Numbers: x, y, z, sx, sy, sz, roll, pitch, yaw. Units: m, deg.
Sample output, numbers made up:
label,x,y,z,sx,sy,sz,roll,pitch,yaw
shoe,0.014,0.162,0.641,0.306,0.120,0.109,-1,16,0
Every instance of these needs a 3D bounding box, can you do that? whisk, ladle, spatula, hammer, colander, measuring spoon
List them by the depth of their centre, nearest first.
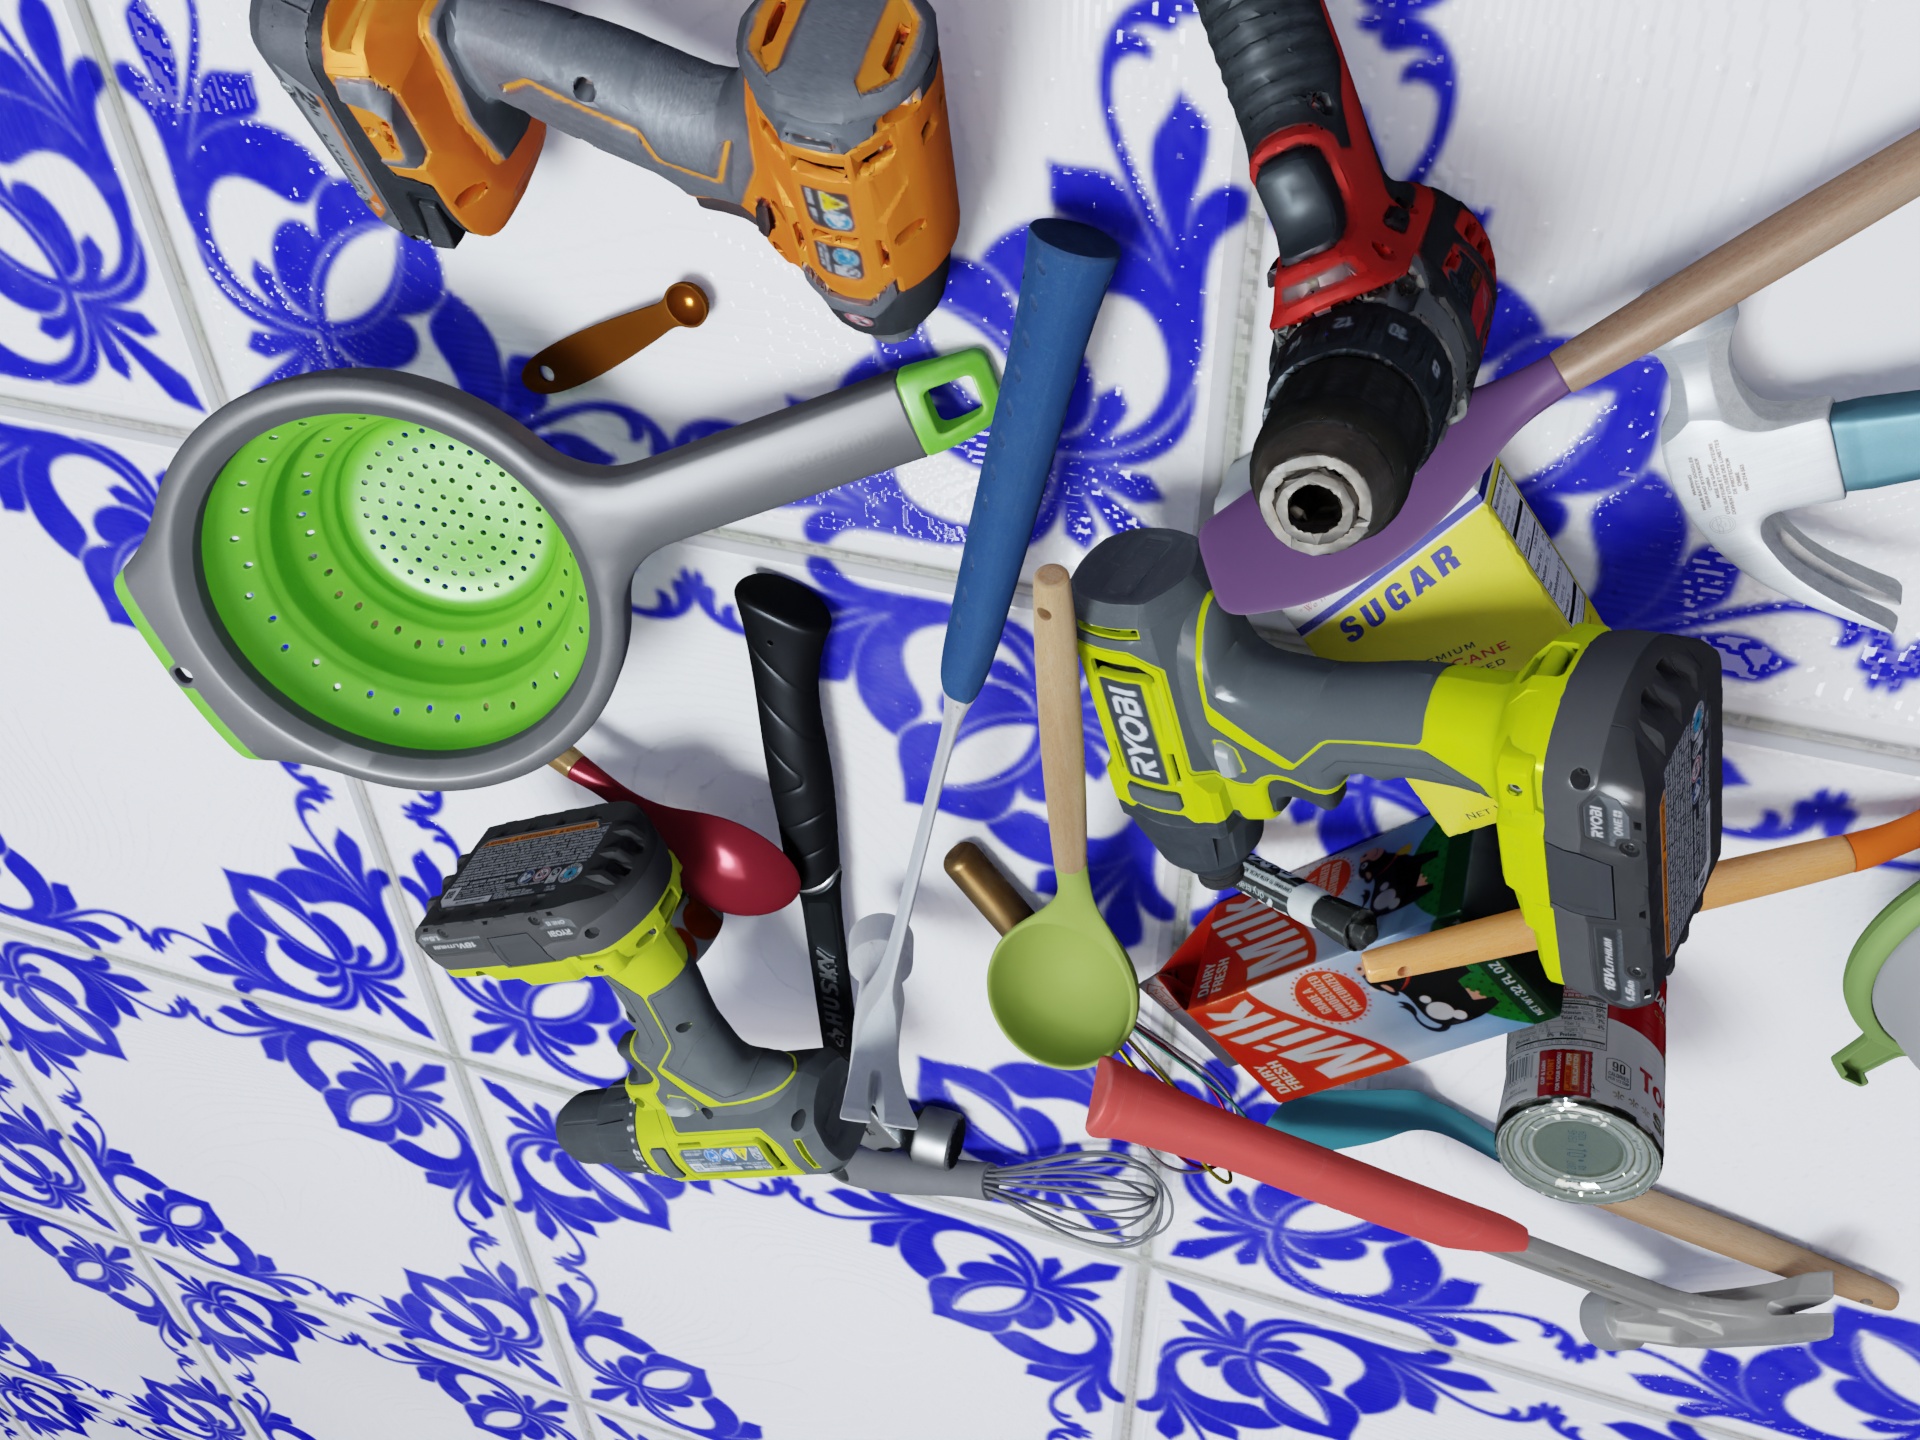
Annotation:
label,x,y,z,sx,sy,sz,roll,pitch,yaw
hammer,0.373,-0.098,0.442,0.331,0.033,0.128,-5,119,39
spatula,0.212,-0.121,0.496,0.316,0.060,0.018,-31,140,25
spatula,0.315,0.062,0.602,0.322,0.041,0.081,-15,126,8
hammer,-0.001,-0.002,0.666,0.035,0.144,0.405,10,123,-7
ladle,0.040,0.055,0.676,0.078,0.062,0.319,21,148,21
measuring spoon,-0.149,-0.163,0.682,0.117,0.011,0.021,-13,121,37
colander,-0.169,-0.098,0.705,0.397,0.095,0.204,-17,121,13
hammer,0.227,0.236,0.765,0.359,0.037,0.149,23,150,-12
spatula,0.309,0.241,0.796,0.317,0.044,0.082,19,141,7
ladle,-0.219,0.007,0.825,0.315,0.031,0.069,35,135,5
whisk,0.074,0.156,0.832,0.051,0.047,0.244,-27,111,40
hammer,-0.079,0.096,0.855,0.149,0.036,0.408,11,131,17
whisk,0.018,0.282,0.965,0.239,0.055,0.055,-3,127,32

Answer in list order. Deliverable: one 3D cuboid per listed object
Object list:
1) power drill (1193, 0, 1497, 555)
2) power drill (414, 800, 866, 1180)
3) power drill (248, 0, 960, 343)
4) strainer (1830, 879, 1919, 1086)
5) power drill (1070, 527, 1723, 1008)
label,x,y,z,sx,sy,sz,roll,pitch,yaw
power drill,0.084,-0.170,0.450,0.080,0.188,0.226,-17,116,33
power drill,-0.177,0.158,0.833,0.190,0.080,0.228,-11,124,28
power drill,-0.109,-0.202,0.564,0.226,0.084,0.164,16,164,10
strainer,0.400,0.069,0.543,0.151,0.069,0.256,-11,135,11
power drill,0.154,0.021,0.592,0.223,0.080,0.171,14,140,37
